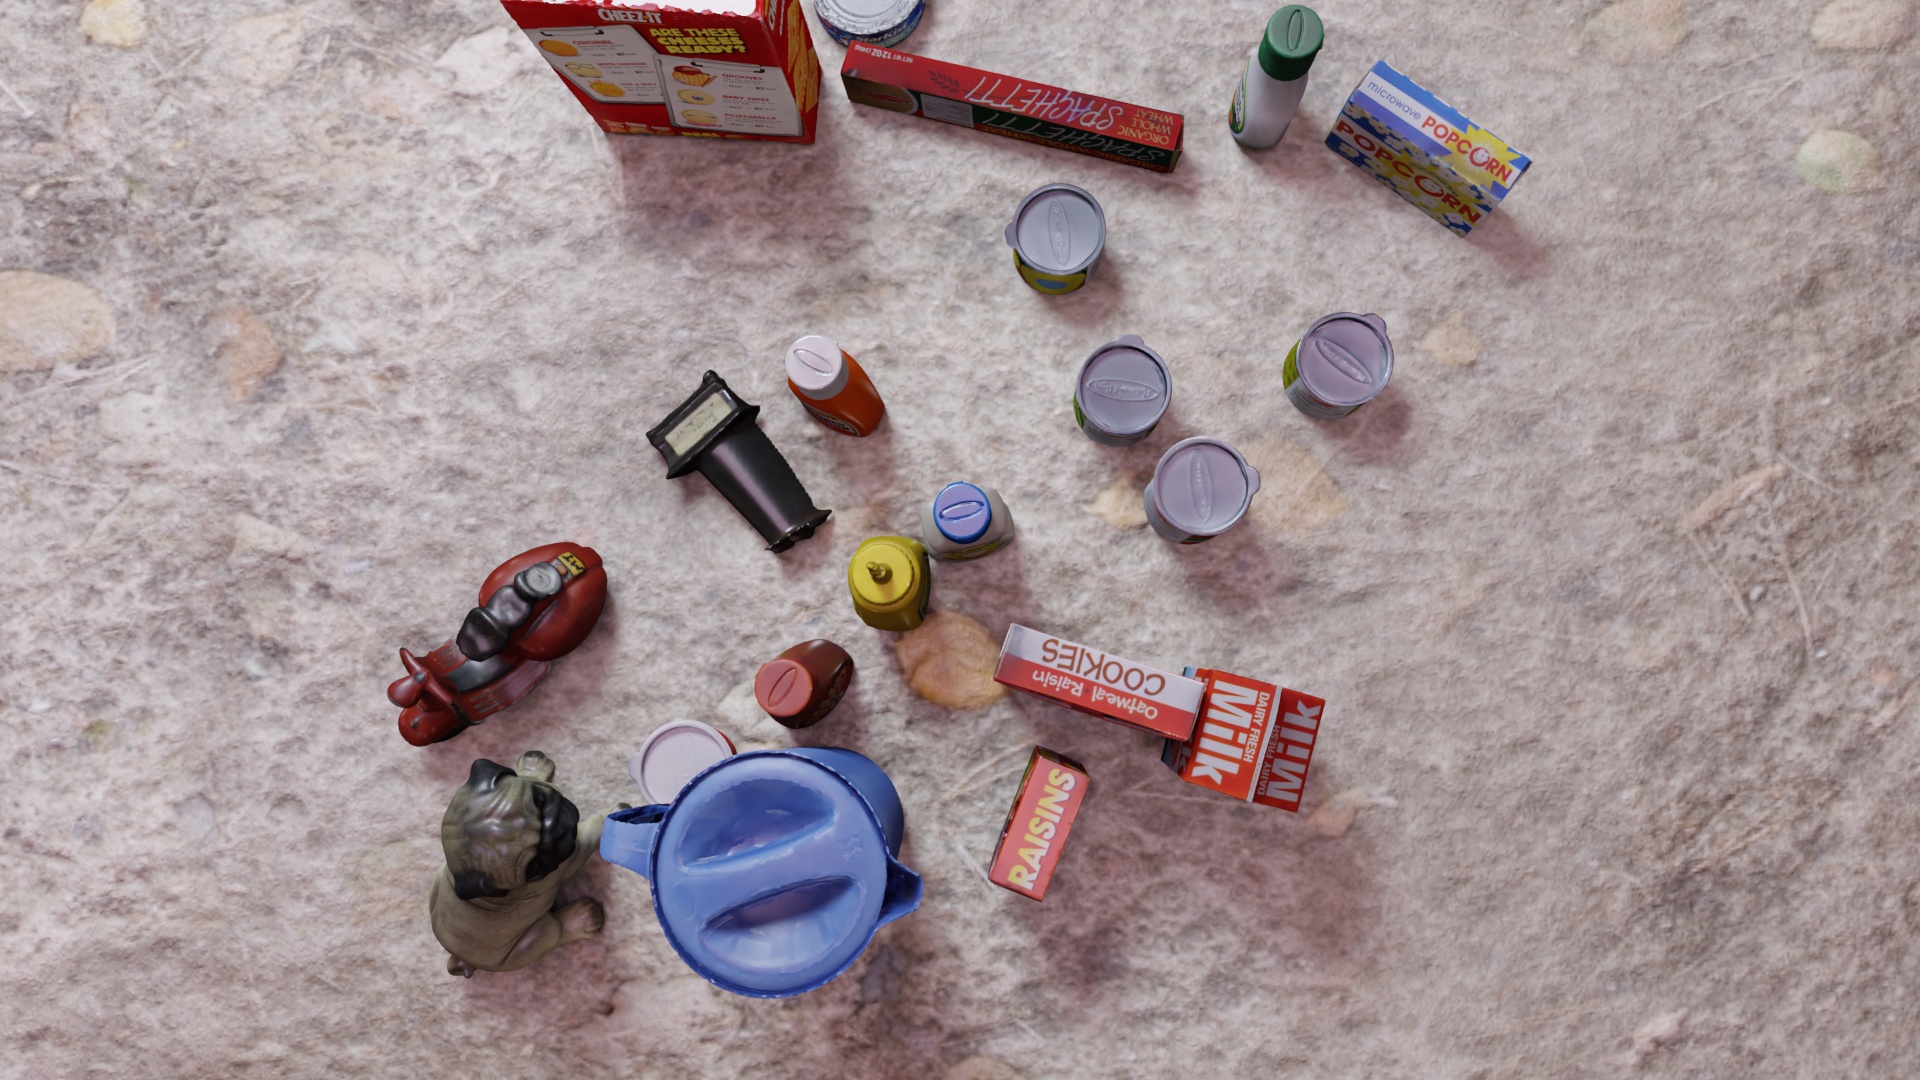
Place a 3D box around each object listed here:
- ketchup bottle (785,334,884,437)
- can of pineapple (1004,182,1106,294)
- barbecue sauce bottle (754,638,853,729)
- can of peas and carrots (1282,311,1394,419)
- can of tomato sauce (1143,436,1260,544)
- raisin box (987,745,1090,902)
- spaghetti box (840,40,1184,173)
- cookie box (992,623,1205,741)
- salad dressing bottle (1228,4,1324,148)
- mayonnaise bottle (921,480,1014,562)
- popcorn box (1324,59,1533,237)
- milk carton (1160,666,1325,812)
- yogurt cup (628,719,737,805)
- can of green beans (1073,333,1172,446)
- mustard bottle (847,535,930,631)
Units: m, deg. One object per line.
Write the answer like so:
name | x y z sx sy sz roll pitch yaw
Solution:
ketchup bottle | -0.089 -0.107 0.943 0.065 0.148 0.043 29 87 5
can of pineapple | 0.068 -0.215 0.993 0.071 0.058 0.071 0 85 2
barbecue sauce bottle | -0.106 0.096 0.924 0.044 0.148 0.065 34 87 5
can of peas and carrots | 0.265 -0.124 0.976 0.071 0.058 0.071 0 85 2
can of tomato sauce | 0.164 -0.033 0.959 0.071 0.083 0.071 0 85 2
raisin box | 0.052 0.184 0.922 0.040 0.123 0.086 23 86 4
spaghetti box | 0.039 -0.313 1.008 0.250 0.050 0.028 14 86 3
cookie box | 0.086 0.092 0.907 0.123 0.167 0.040 17 86 4
salad dressing bottle | 0.216 -0.317 0.953 0.044 0.147 0.064 9 85 3
mayonnaise bottle | 0.003 -0.012 0.930 0.065 0.148 0.041 -14 85 1
popcorn box | 0.325 -0.274 0.975 0.127 0.085 0.038 36 87 5
milk carton | 0.180 0.125 0.889 0.073 0.190 0.072 15 86 4
yogurt cup | -0.187 0.158 0.968 0.072 0.054 0.072 0 85 2
can of green beans | 0.113 -0.102 0.981 0.071 0.058 0.071 0 85 2
mustard bottle | -0.047 0.027 0.923 0.049 0.160 0.065 3 85 3
